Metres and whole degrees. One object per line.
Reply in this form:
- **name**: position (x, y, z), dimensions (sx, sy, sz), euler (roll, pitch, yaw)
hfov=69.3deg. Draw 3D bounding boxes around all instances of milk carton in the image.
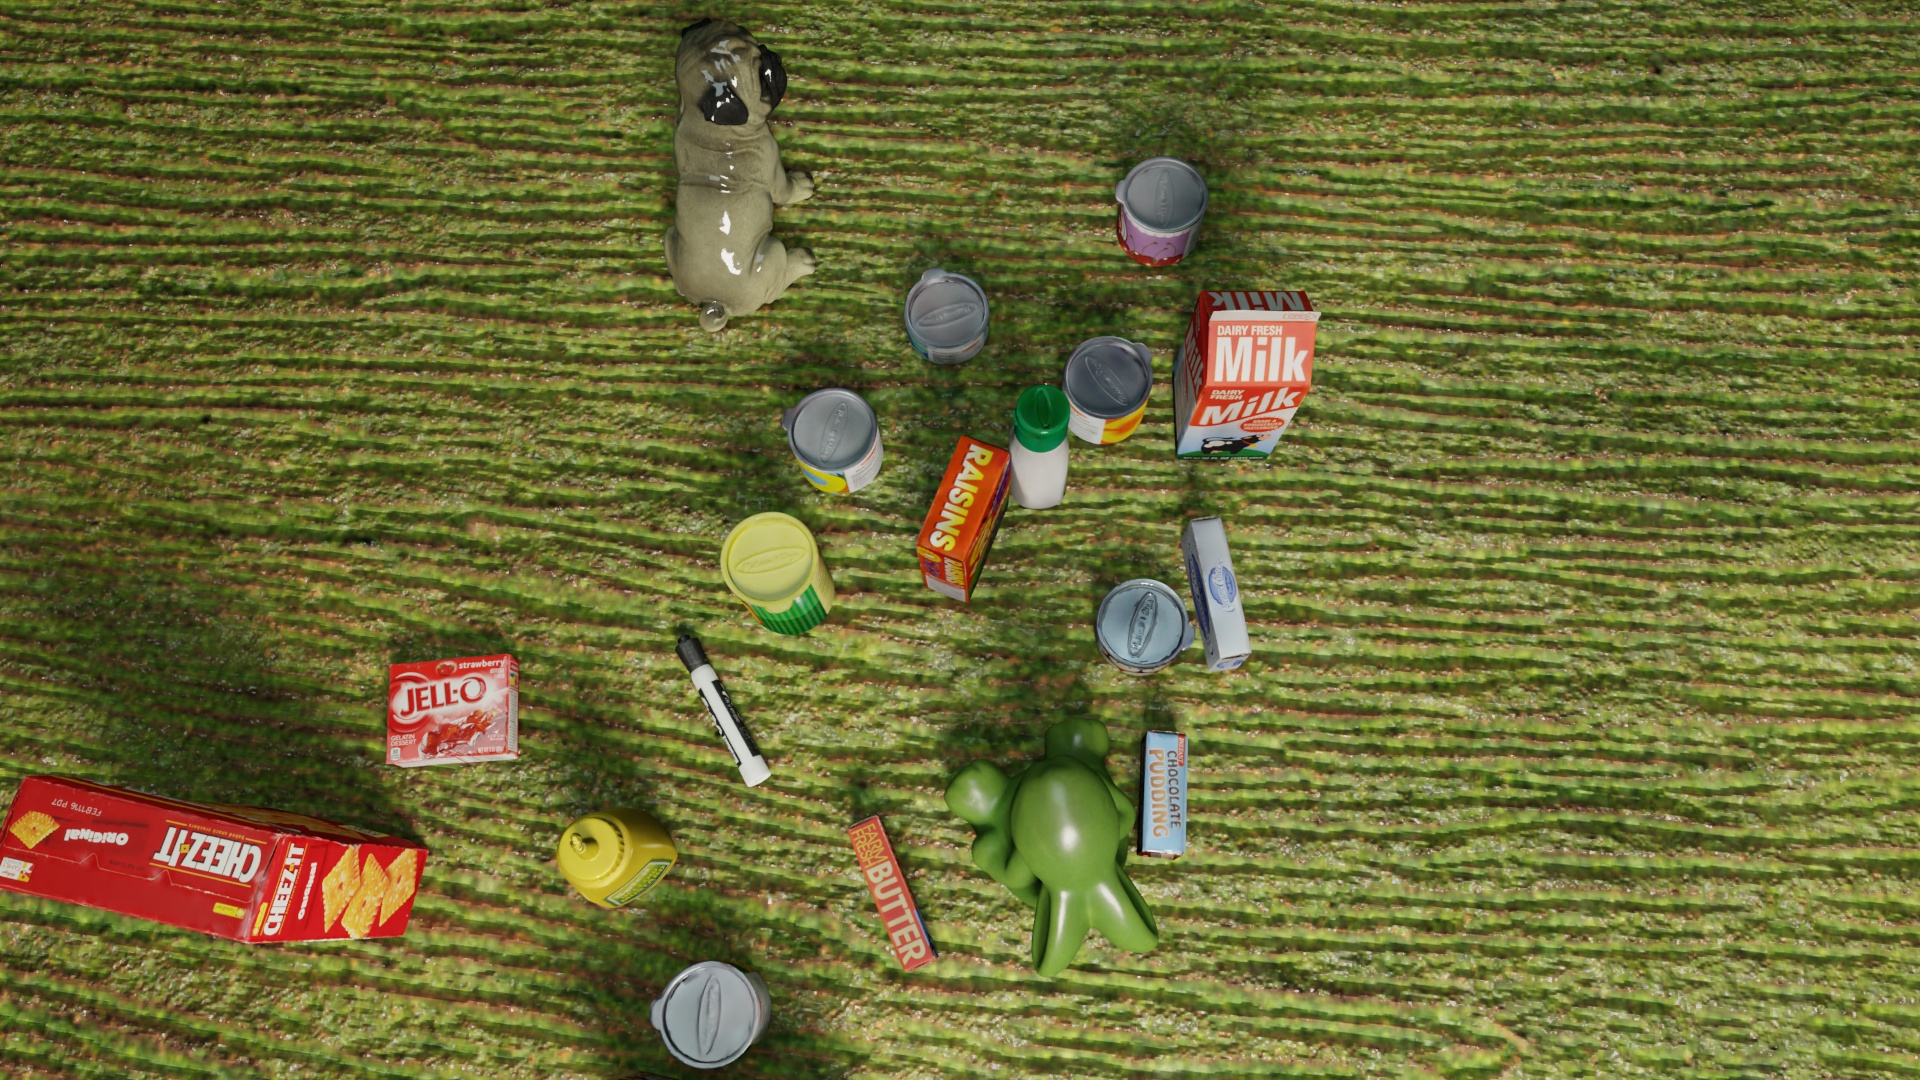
- **milk carton**: position (0.197, -0.120, 0.975), dimensions (0.072, 0.190, 0.073), euler (0, 74, 1)

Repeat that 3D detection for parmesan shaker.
- **parmesan shaker**: position (-0.127, 0.028, 0.984), dimensions (0.071, 0.103, 0.071), euler (0, 74, 1)

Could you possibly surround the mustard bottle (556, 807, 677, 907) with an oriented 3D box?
- **mustard bottle**: position (-0.230, 0.205, 0.904), dimensions (0.065, 0.160, 0.049), euler (-40, 77, -9)

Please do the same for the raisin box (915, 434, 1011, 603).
- **raisin box**: position (0.004, -0.012, 0.982), dimensions (0.040, 0.123, 0.086), euler (22, 76, 7)

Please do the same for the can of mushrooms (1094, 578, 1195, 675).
- **can of mushrooms**: position (0.133, 0.064, 1.004), dimensions (0.071, 0.033, 0.071), euler (0, 74, 1)

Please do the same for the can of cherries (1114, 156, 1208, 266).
- **can of cherries**: position (0.154, -0.257, 1.085), dimensions (0.071, 0.058, 0.071), euler (0, 74, 1)

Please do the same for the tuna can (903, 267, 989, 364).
- **tuna can**: position (-0.011, -0.174, 1.077), dimensions (0.071, 0.032, 0.071), euler (0, 74, 1)

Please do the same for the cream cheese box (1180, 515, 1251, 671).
- **cream cheese box**: position (0.183, 0.039, 0.999), dimensions (0.024, 0.053, 0.104), euler (-9, 74, -1)

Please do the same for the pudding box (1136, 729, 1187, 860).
- **pudding box**: position (0.140, 0.177, 0.962), dimensions (0.030, 0.049, 0.084), euler (4, 74, 2)

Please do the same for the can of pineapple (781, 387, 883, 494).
- **can of pineapple**: position (-0.094, -0.075, 1.037), dimensions (0.071, 0.057, 0.071), euler (0, 74, 1)

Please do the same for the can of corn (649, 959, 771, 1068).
- **can of corn**: position (-0.165, 0.313, 0.924), dimensions (0.071, 0.058, 0.071), euler (0, 74, 1)

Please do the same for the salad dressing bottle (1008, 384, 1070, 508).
- **salad dressing bottle**: position (0.056, -0.066, 0.984), dimensions (0.044, 0.147, 0.064), euler (-8, 74, -1)

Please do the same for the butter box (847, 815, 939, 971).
- **butter box**: position (-0.046, 0.241, 0.945), dimensions (0.024, 0.053, 0.103), euler (-23, 75, -5)

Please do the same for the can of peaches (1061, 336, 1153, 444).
- **can of peaches**: position (0.111, -0.113, 1.044), dimensions (0.071, 0.058, 0.071), euler (0, 74, 1)

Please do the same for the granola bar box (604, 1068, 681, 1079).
- **granola bar box**: position (-0.146, 0.375, 0.871), dimensions (0.166, 0.124, 0.039), euler (11, 75, 5)
